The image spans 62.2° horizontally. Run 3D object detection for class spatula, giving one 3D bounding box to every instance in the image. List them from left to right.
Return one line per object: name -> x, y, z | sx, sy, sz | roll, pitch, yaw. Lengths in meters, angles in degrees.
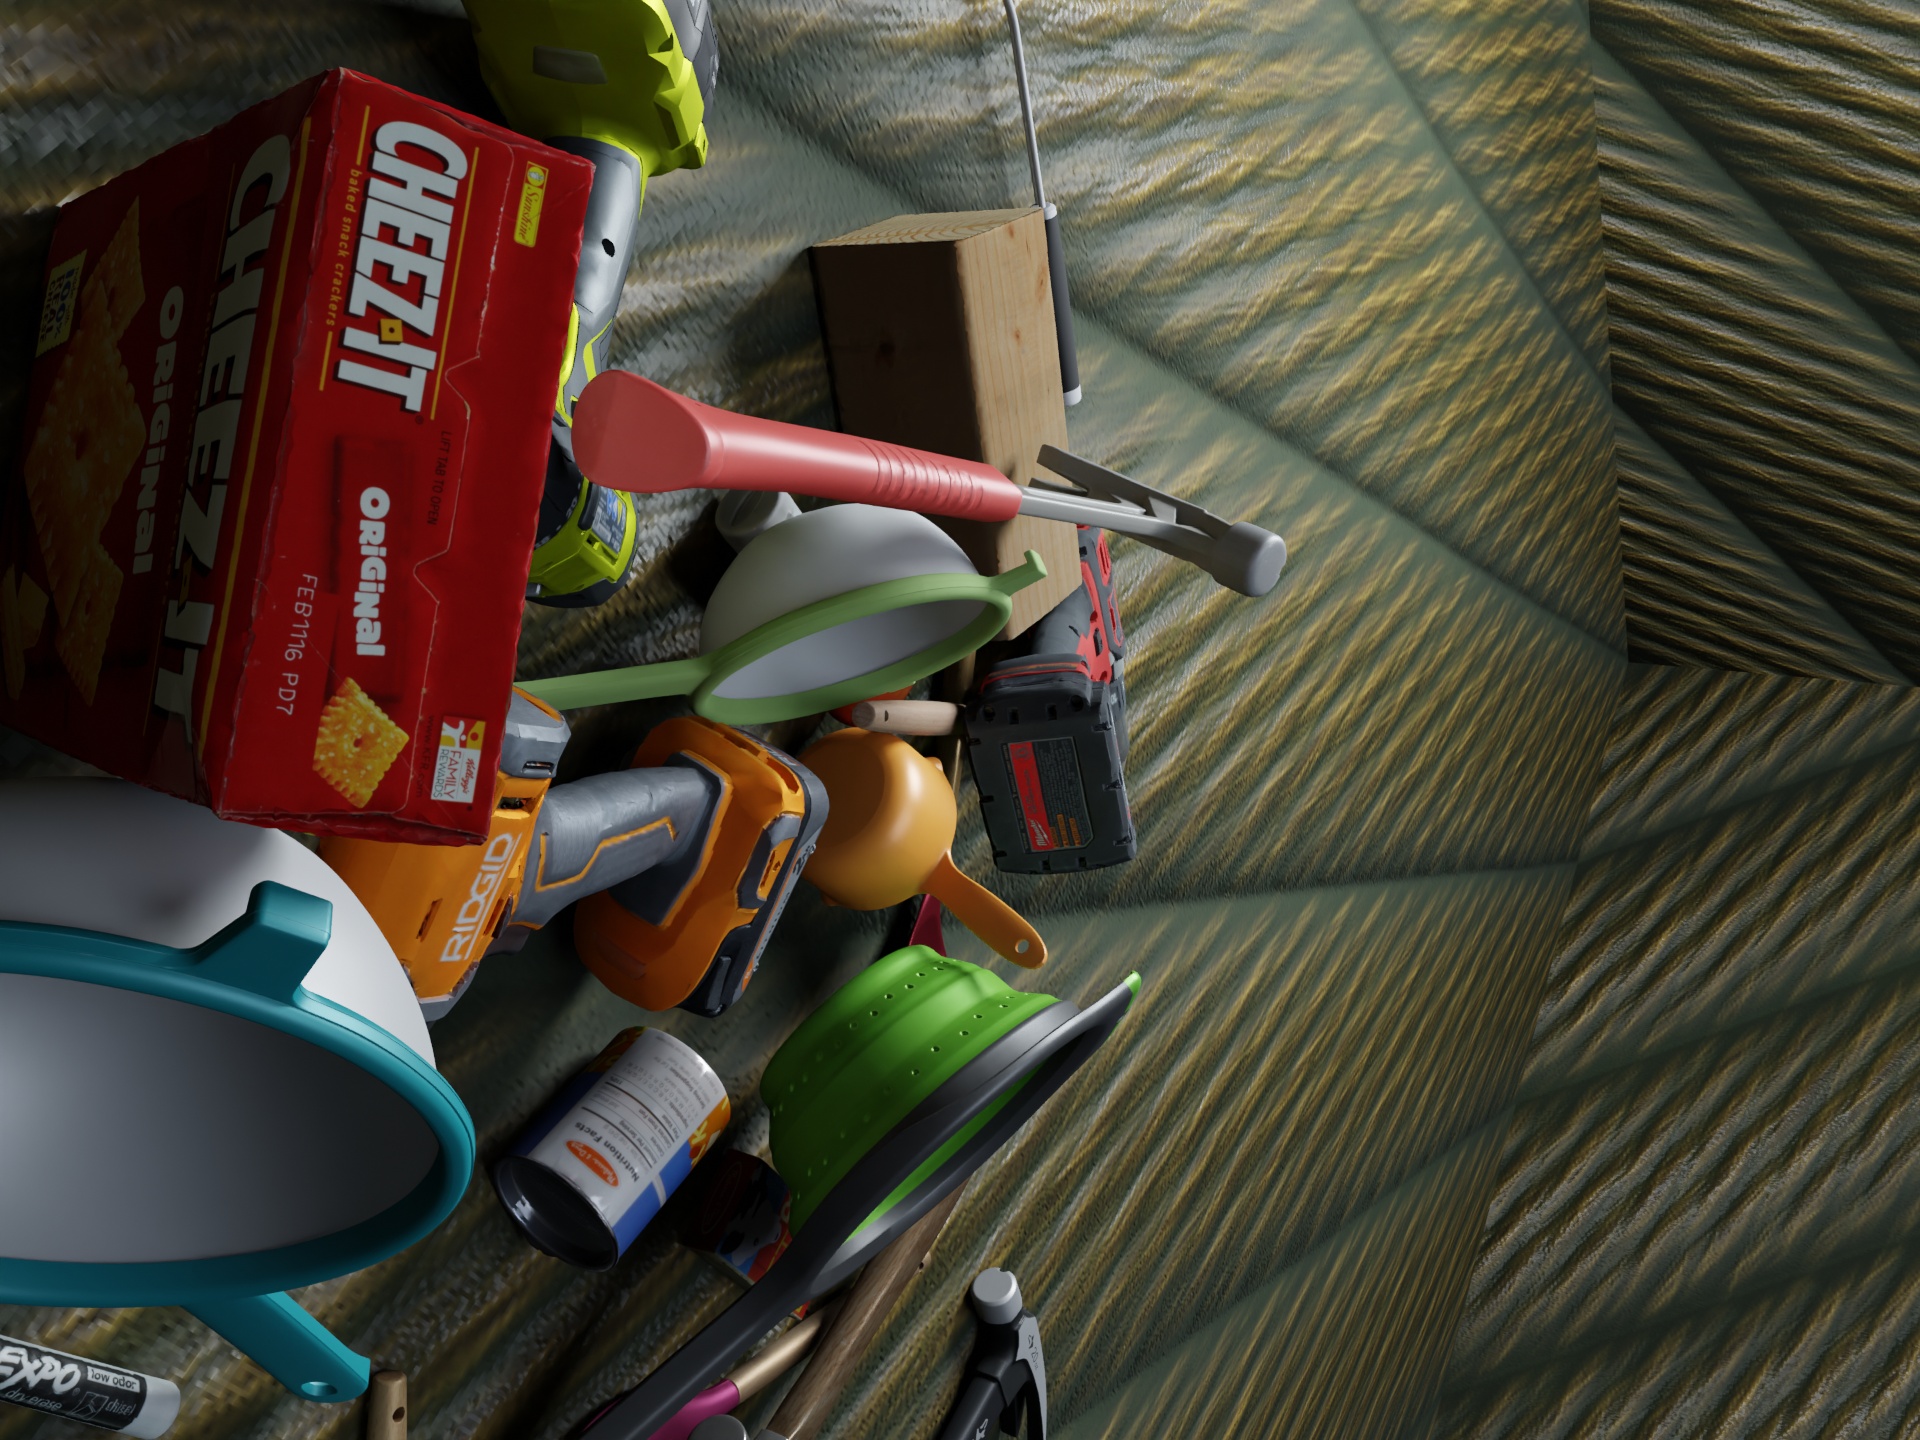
spatula -> -0.001, -0.003, 0.880 | 0.316, 0.018, 0.060 | 0, 89, -74

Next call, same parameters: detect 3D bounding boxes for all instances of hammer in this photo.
hammer -> -0.039, 0.309, 0.896 | 0.331, 0.031, 0.130 | -52, 142, -42
hammer -> -0.036, 0.515, 0.985 | 0.335, 0.035, 0.146 | -48, 134, -44
hammer -> -0.010, -0.098, 0.643 | 0.359, 0.149, 0.036 | -1, 114, -52

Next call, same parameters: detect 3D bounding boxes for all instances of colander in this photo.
colander -> -0.090, 0.223, 0.745 | 0.397, 0.094, 0.204 | -37, 162, -21

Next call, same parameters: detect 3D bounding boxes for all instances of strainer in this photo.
strainer -> -0.237, 0.118, 0.484 | 0.340, 0.211, 0.095 | 89, -4, -52
strainer -> -0.102, -0.047, 0.685 | 0.256, 0.151, 0.069 | -10, 76, -31

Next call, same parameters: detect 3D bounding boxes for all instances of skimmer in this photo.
skimmer -> 0.067, -0.359, 0.917 | 0.127, 0.090, 0.363 | -94, 174, -59

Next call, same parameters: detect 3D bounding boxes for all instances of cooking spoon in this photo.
cooking spoon -> -0.106, 0.346, 0.846 | 0.319, 0.017, 0.068 | -12, 108, -58

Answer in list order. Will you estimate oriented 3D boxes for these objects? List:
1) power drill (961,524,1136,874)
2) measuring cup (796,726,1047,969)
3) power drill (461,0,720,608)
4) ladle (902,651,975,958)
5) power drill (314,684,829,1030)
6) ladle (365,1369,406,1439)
power drill -> 0.066, 0.000, 0.957 | 0.227, 0.080, 0.187 | -76, 157, -57
measuring cup -> -0.026, 0.065, 0.779 | 0.095, 0.174, 0.052 | -51, 139, -4
power drill -> -0.145, -0.160, 0.556 | 0.190, 0.080, 0.228 | 109, -11, -85
ladle -> -0.009, 0.042, 0.938 | 0.069, 0.031, 0.315 | 13, 83, -69
power drill -> -0.156, 0.069, 0.609 | 0.164, 0.084, 0.226 | -64, 156, 7
ladle -> -0.226, 0.420, 0.628 | 0.078, 0.062, 0.320 | 2, 92, -61
